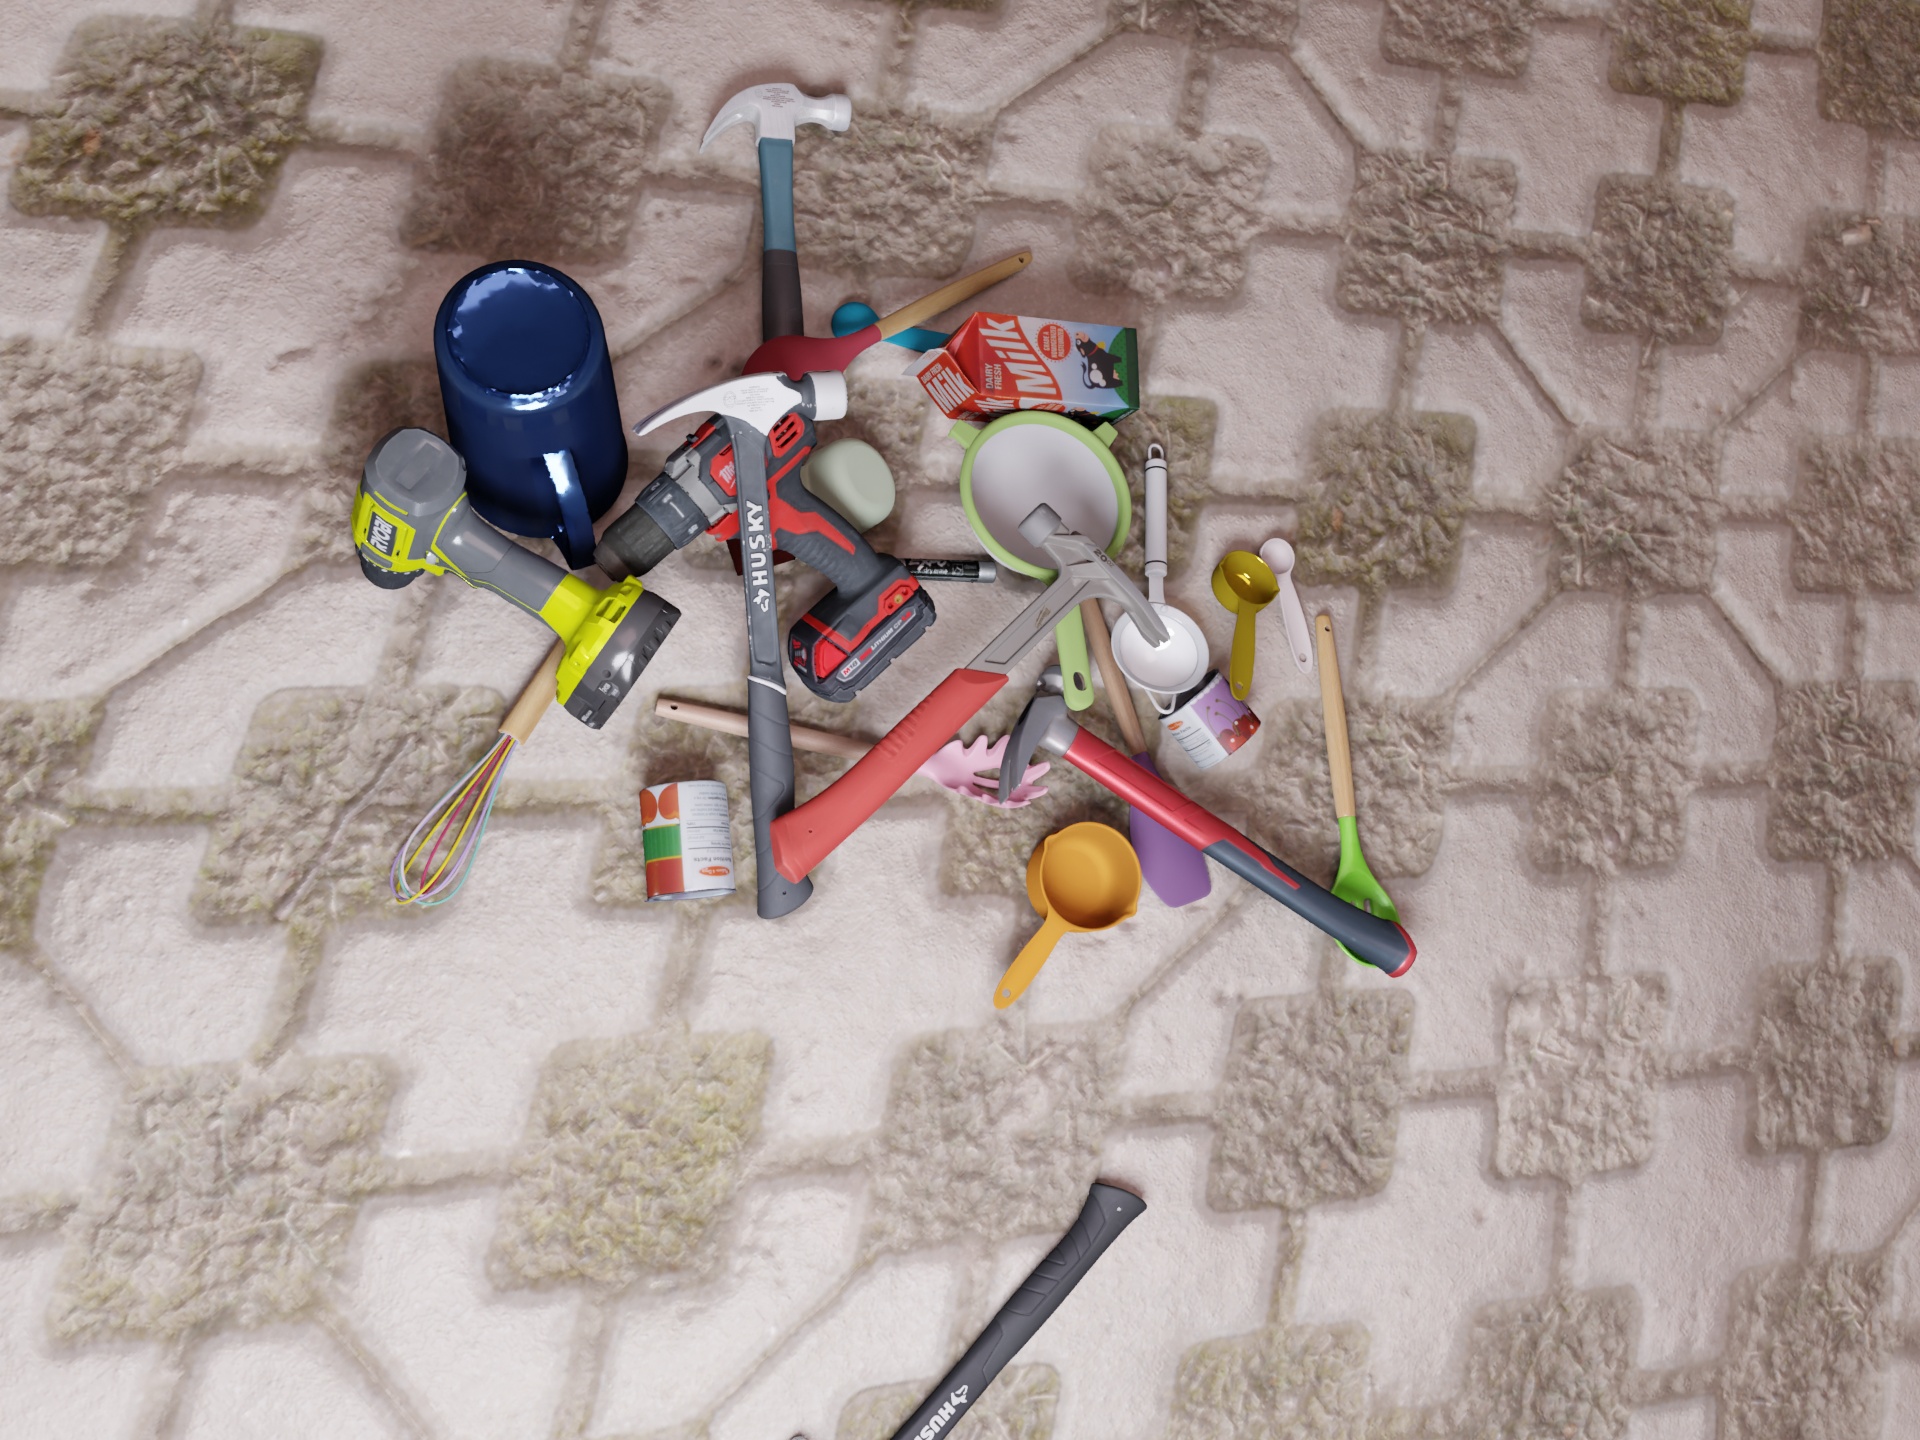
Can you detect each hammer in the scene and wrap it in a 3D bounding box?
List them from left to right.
[{"bbox_3d":[-0.147,-0.045,1.159,0.149,0.036,0.408,-8,109,-17],"label":"hammer"},{"bbox_3d":[-0.148,-0.375,1.323,0.128,0.033,0.331,0,79,-18],"label":"hammer"},{"bbox_3d":[-0.002,-0.004,1.210,0.149,0.036,0.359,46,71,-2],"label":"hammer"},{"bbox_3d":[0.025,0.484,1.202,0.335,0.035,0.146,-43,93,-21],"label":"hammer"},{"bbox_3d":[0.206,0.108,1.290,0.386,0.038,0.143,33,46,-8],"label":"hammer"}]

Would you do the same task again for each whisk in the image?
[{"bbox_3d":[-0.341,0.032,1.175,0.051,0.047,0.245,32,68,-8],"label":"whisk"}]

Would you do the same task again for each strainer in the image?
[{"bbox_3d":[0.070,-0.126,1.316,0.151,0.069,0.256,-3,76,-21],"label":"strainer"},{"bbox_3d":[0.169,-0.121,1.368,0.087,0.050,0.259,6,72,-12],"label":"strainer"}]

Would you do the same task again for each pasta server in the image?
[{"bbox_3d":[-0.084,0.020,1.261,0.316,0.040,0.060,13,63,-14],"label":"pasta server"}]

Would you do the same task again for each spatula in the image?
[{"bbox_3d":[0.140,0.005,1.344,0.059,0.018,0.316,-16,85,-17],"label":"spatula"}]

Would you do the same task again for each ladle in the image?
[{"bbox_3d":[-0.051,-0.332,1.329,0.315,0.031,0.069,-35,100,-30],"label":"ladle"}]

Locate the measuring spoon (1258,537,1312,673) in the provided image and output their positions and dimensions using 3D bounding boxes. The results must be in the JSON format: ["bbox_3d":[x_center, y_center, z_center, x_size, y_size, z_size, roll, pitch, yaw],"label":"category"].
[{"bbox_3d":[0.290,-0.101,1.418,0.034,0.018,0.124,-15,91,-20],"label":"measuring spoon"}]

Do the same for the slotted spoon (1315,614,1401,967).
[{"bbox_3d":[0.336,0.059,1.391,0.070,0.031,0.314,-1,77,-18],"label":"slotted spoon"}]

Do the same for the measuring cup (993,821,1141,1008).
[{"bbox_3d":[0.072,0.160,1.274,0.095,0.052,0.174,40,72,-6],"label":"measuring cup"}]

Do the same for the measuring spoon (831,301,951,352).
[{"bbox_3d":[-0.045,-0.330,1.351,0.128,0.021,0.042,8,77,-15],"label":"measuring spoon"}]

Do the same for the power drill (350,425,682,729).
[{"bbox_3d":[-0.327,-0.094,1.128,0.228,0.190,0.080,35,62,-11],"label":"power drill"}]

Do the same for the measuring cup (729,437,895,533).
[{"bbox_3d":[-0.115,-0.200,1.251,0.167,0.038,0.083,16,60,-48],"label":"measuring cup"}]

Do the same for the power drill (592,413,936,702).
[{"bbox_3d":[-0.146,-0.116,1.197,0.188,0.080,0.226,-43,119,-8],"label":"power drill"}]

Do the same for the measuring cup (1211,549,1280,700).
[{"bbox_3d":[0.238,-0.077,1.365,0.062,0.029,0.157,21,57,-15],"label":"measuring cup"}]
